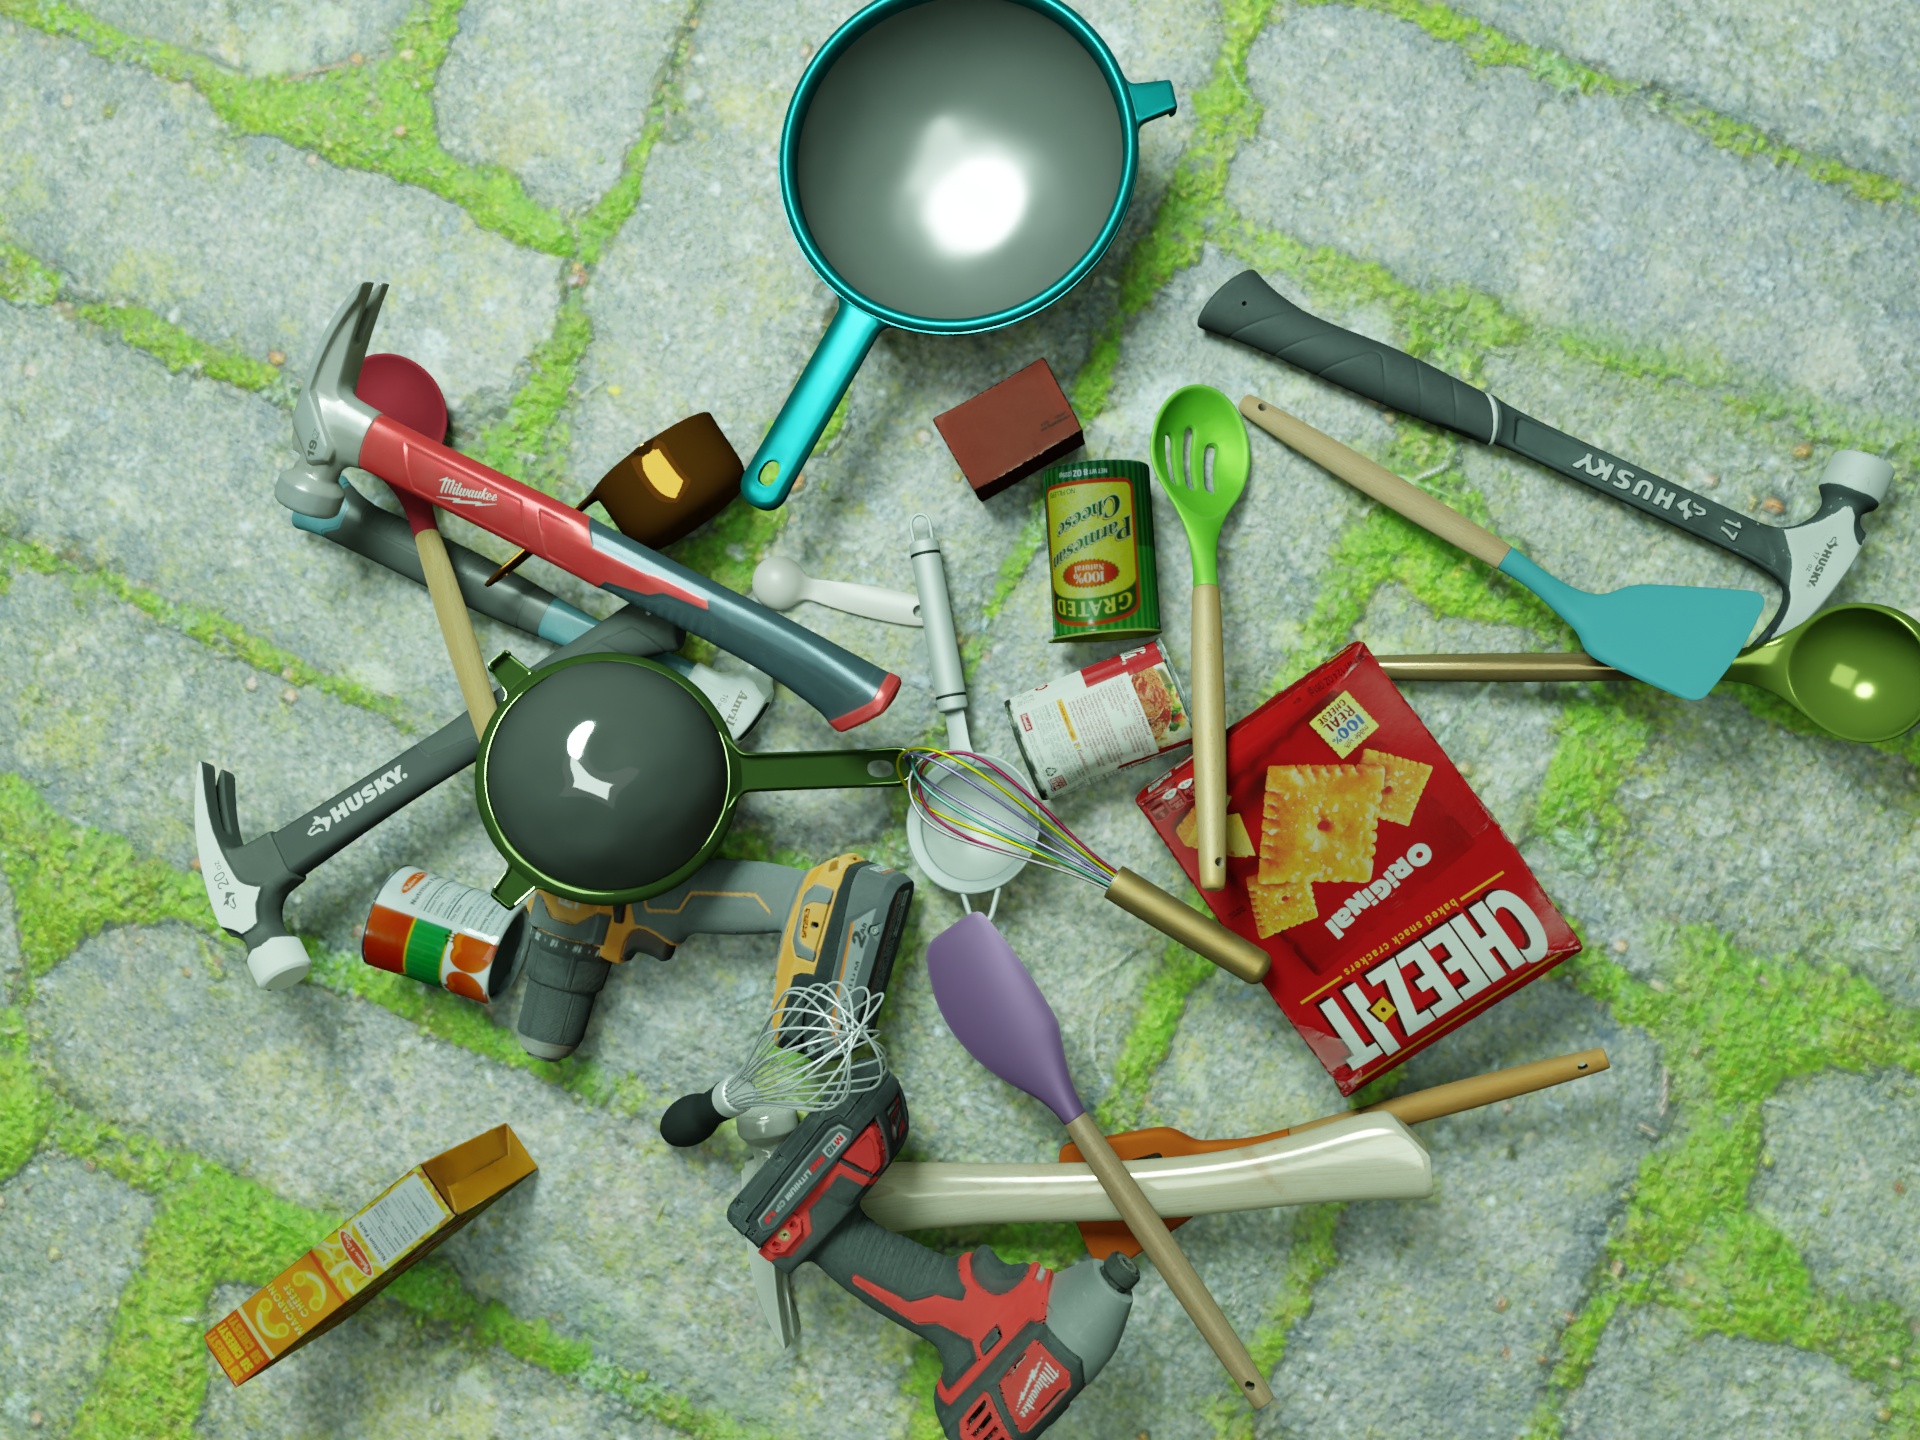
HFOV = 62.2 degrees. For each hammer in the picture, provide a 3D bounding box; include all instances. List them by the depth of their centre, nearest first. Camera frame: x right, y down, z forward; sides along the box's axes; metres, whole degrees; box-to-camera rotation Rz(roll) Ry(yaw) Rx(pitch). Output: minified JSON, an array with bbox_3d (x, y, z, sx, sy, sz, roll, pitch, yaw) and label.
[{"bbox_3d":[-0.205,-0.110,0.923,0.386,0.038,0.143,26,106,2],"label":"hammer"},{"bbox_3d":[0.069,0.289,0.944,0.410,0.038,0.146,-7,89,13],"label":"hammer"},{"bbox_3d":[0.334,-0.168,0.957,0.409,0.036,0.149,26,92,6],"label":"hammer"},{"bbox_3d":[-0.312,0.013,0.968,0.335,0.035,0.146,-33,72,-1],"label":"hammer"},{"bbox_3d":[-0.273,-0.073,1.012,0.331,0.033,0.128,26,90,6],"label":"hammer"}]

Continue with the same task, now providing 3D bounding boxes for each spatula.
[{"bbox_3d":[0.079,0.252,0.913,0.060,0.018,0.316,-38,77,12],"label":"spatula"},{"bbox_3d":[0.299,-0.115,0.929,0.318,0.044,0.082,34,72,16],"label":"spatula"},{"bbox_3d":[0.219,0.245,0.938,0.322,0.041,0.081,-20,86,16],"label":"spatula"}]

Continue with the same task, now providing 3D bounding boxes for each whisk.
[{"bbox_3d":[-0.115,0.204,0.897,0.070,0.284,0.070,13,61,-25],"label":"whisk"},{"bbox_3d":[0.069,0.083,0.922,0.245,0.051,0.047,31,110,7],"label":"whisk"}]

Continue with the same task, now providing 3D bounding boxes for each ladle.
[{"bbox_3d":[0.381,-0.028,0.916,0.320,0.062,0.078,0,103,17],"label":"ladle"},{"bbox_3d":[-0.319,-0.093,0.974,0.069,0.031,0.316,-20,69,-11],"label":"ladle"}]

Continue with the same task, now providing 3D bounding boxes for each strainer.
[{"bbox_3d":[-0.145,0.024,0.908,0.256,0.069,0.152,-1,74,-13],"label":"strainer"},{"bbox_3d":[-0.029,-0.272,0.964,0.211,0.095,0.340,31,94,8],"label":"strainer"},{"bbox_3d":[-0.002,-0.003,0.978,0.087,0.050,0.258,-12,85,19],"label":"strainer"}]

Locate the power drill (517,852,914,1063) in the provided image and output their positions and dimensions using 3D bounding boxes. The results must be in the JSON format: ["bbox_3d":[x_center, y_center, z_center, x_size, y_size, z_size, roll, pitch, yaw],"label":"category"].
[{"bbox_3d":[-0.160,0.142,0.975,0.226,0.084,0.185,16,91,10],"label":"power drill"}]

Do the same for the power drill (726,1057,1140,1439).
[{"bbox_3d":[-0.011,0.304,0.908,0.220,0.078,0.143,42,100,5],"label":"power drill"}]

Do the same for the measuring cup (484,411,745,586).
[{"bbox_3d":[-0.208,-0.118,0.975,0.173,0.095,0.052,-38,95,-2],"label":"measuring cup"}]

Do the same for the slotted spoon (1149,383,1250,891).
[{"bbox_3d":[0.141,-0.053,0.927,0.070,0.031,0.314,10,67,-21],"label":"slotted spoon"}]

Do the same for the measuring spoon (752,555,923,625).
[{"bbox_3d":[-0.072,-0.079,1.000,0.124,0.018,0.034,12,90,5],"label":"measuring spoon"}]
